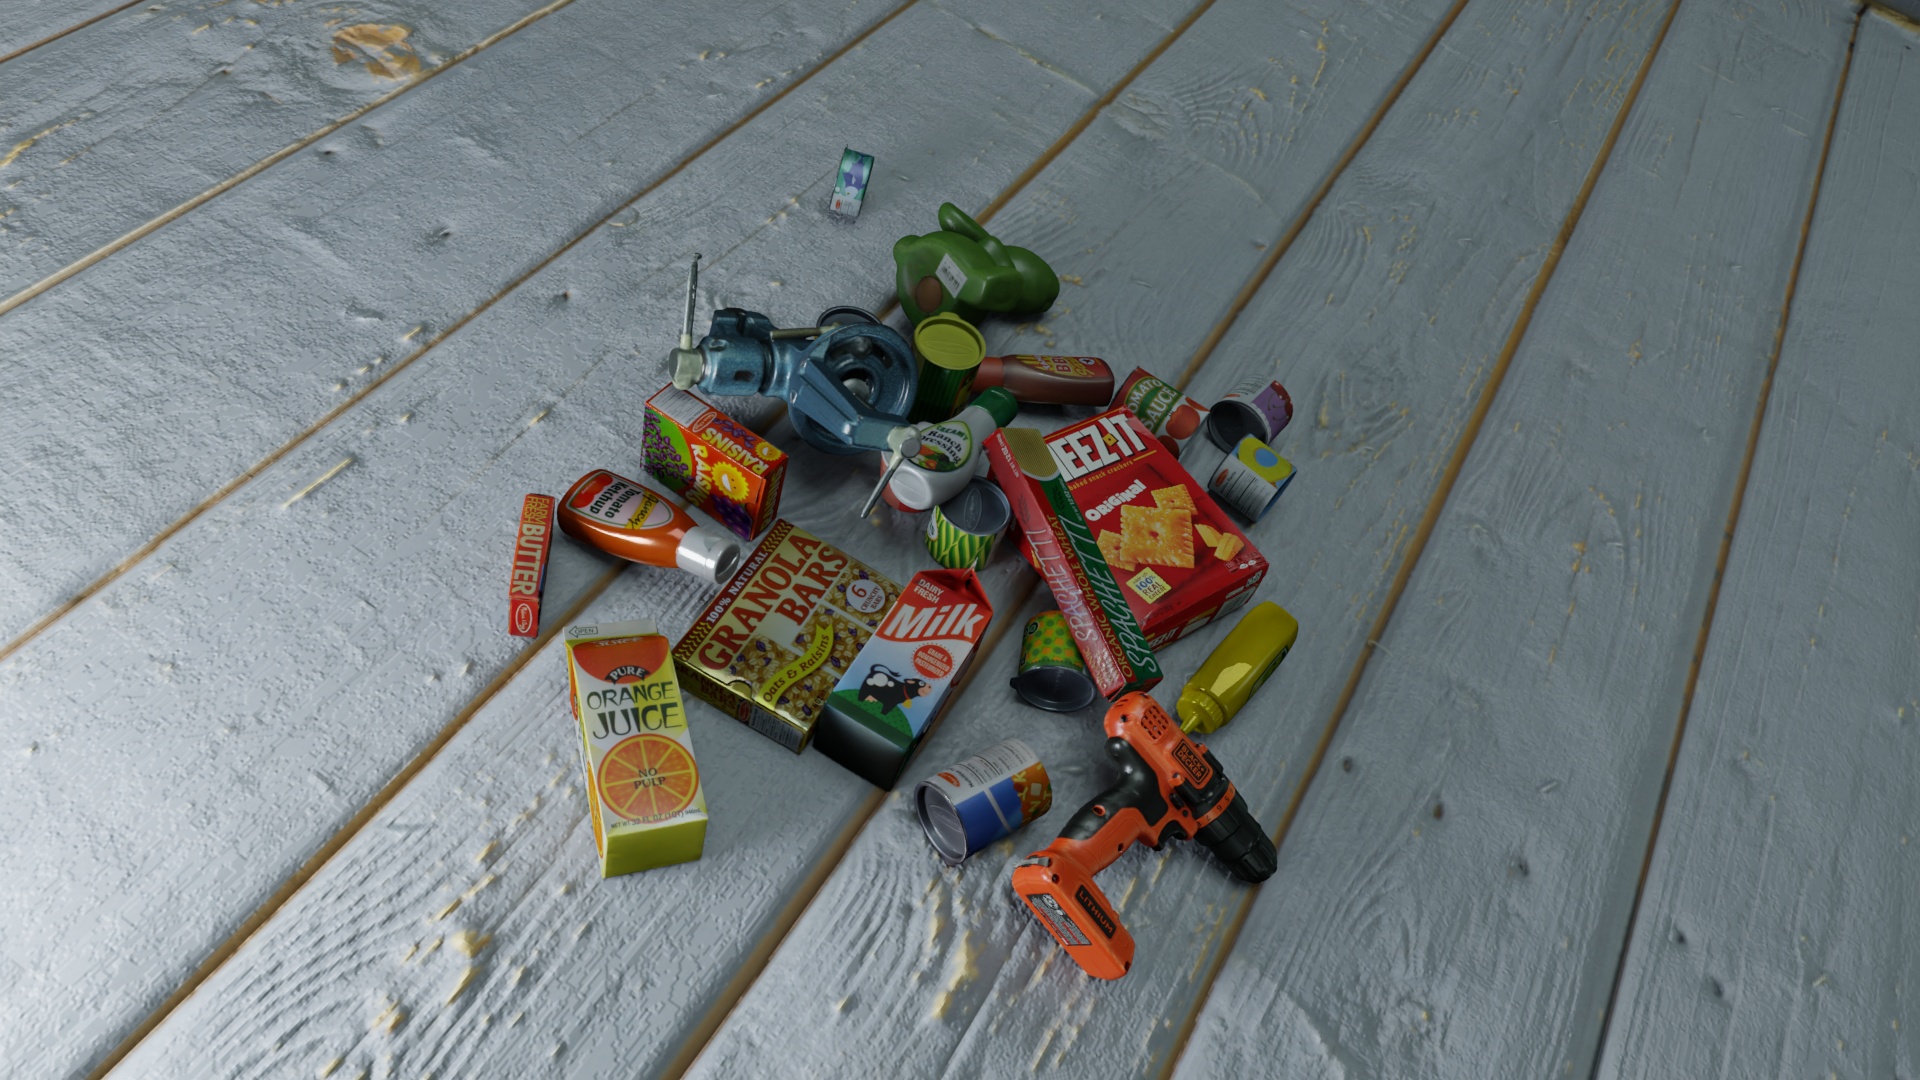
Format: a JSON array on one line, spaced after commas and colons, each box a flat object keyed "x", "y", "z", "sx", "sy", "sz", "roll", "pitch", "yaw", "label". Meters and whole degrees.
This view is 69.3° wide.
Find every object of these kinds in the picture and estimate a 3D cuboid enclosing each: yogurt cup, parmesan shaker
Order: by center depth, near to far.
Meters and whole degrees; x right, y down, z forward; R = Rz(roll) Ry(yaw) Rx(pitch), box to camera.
[{"x": -0.041, "y": -0.061, "z": 1.236, "sx": 0.072, "sy": 0.053, "sz": 0.073, "roll": 8, "pitch": 52, "yaw": -10, "label": "yogurt cup"}, {"x": -0.021, "y": -0.149, "z": 1.279, "sx": 0.071, "sy": 0.102, "sz": 0.071, "roll": 8, "pitch": 52, "yaw": -11, "label": "parmesan shaker"}]

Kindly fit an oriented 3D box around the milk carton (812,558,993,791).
[{"x": -0.035, "y": 0.096, "z": 1.105, "sx": 0.073, "sy": 0.072, "sz": 0.191, "roll": 29, "pitch": 51, "yaw": 7, "label": "milk carton"}]

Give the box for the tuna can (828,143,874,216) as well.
[{"x": -0.113, "y": -0.376, "z": 1.449, "sx": 0.033, "sy": 0.070, "sz": 0.071, "roll": 15, "pitch": 51, "yaw": -7, "label": "tuna can"}]

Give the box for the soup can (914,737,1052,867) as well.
[{"x": 0.018, "y": 0.197, "z": 1.049, "sx": 0.084, "sy": 0.071, "sz": 0.071, "roll": -22, "pitch": 62, "yaw": -31, "label": "soup can"}]

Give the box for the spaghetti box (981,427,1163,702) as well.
[{"x": 0.090, "y": 0.015, "z": 1.141, "sx": 0.050, "sy": 0.028, "sz": 0.251, "roll": -3, "pitch": 59, "yaw": -43, "label": "spaghetti box"}]

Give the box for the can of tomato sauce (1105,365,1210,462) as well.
[{"x": 0.189, "y": -0.120, "z": 1.340, "sx": 0.083, "sy": 0.070, "sz": 0.071, "roll": 33, "pitch": 51, "yaw": 9, "label": "can of tomato sauce"}]

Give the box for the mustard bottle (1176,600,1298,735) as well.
[{"x": 0.226, "y": 0.118, "z": 1.174, "sx": 0.049, "sy": 0.065, "sz": 0.161, "roll": 36, "pitch": 58, "yaw": 19, "label": "mustard bottle"}]

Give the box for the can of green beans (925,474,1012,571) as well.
[{"x": 0.006, "y": -0.014, "z": 1.211, "sx": 0.071, "sy": 0.057, "sz": 0.071, "roll": 8, "pitch": 52, "yaw": -10, "label": "can of green beans"}]

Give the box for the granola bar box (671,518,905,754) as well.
[{"x": -0.137, "y": 0.072, "z": 1.114, "sx": 0.124, "sy": 0.038, "sz": 0.166, "roll": 28, "pitch": 50, "yaw": 6, "label": "granola bar box"}]

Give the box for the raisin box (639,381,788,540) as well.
[{"x": -0.209, "y": -0.066, "z": 1.170, "sx": 0.123, "sy": 0.085, "sz": 0.040, "roll": 33, "pitch": 50, "yaw": 10, "label": "raisin box"}]

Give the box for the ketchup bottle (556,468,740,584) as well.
[{"x": -0.249, "y": -0.008, "z": 1.120, "sx": 0.149, "sy": 0.043, "sz": 0.065, "roll": 22, "pitch": 48, "yaw": 18, "label": "ketchup bottle"}]

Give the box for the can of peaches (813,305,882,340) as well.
[{"x": -0.107, "y": -0.175, "z": 1.303, "sx": 0.071, "sy": 0.057, "sz": 0.071, "roll": 9, "pitch": 52, "yaw": -11, "label": "can of peaches"}]

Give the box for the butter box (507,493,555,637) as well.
[{"x": -0.336, "y": 0.019, "z": 1.088, "sx": 0.024, "sy": 0.052, "sz": 0.104, "roll": 7, "pitch": 52, "yaw": -14, "label": "butter box"}]

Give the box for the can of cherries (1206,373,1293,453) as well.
[{"x": 0.288, "y": -0.121, "z": 1.375, "sx": 0.071, "sy": 0.071, "sz": 0.059, "roll": 38, "pitch": 51, "yaw": 13, "label": "can of cherries"}]

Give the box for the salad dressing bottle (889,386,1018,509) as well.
[{"x": -0.003, "y": -0.083, "z": 1.199, "sx": 0.064, "sy": 0.043, "sz": 0.148, "roll": 28, "pitch": 47, "yaw": 19, "label": "salad dressing bottle"}]

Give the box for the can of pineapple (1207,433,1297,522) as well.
[{"x": 0.279, "y": -0.060, "z": 1.323, "sx": 0.058, "sy": 0.070, "sz": 0.071, "roll": 39, "pitch": 53, "yaw": 14, "label": "can of pineapple"}]

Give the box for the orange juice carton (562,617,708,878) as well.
[{"x": -0.239, "y": 0.139, "z": 1.011, "sx": 0.072, "sy": 0.072, "sz": 0.193, "roll": -7, "pitch": 55, "yaw": -21, "label": "orange juice carton"}]

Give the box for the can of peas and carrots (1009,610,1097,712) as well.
[{"x": 0.079, "y": 0.099, "z": 1.141, "sx": 0.071, "sy": 0.070, "sz": 0.059, "roll": 15, "pitch": 50, "yaw": -5, "label": "can of peas and carrots"}]

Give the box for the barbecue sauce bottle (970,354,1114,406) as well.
[{"x": 0.070, "y": -0.156, "z": 1.343, "sx": 0.149, "sy": 0.043, "sz": 0.065, "roll": 1, "pitch": 29, "yaw": -19, "label": "barbecue sauce bottle"}]
